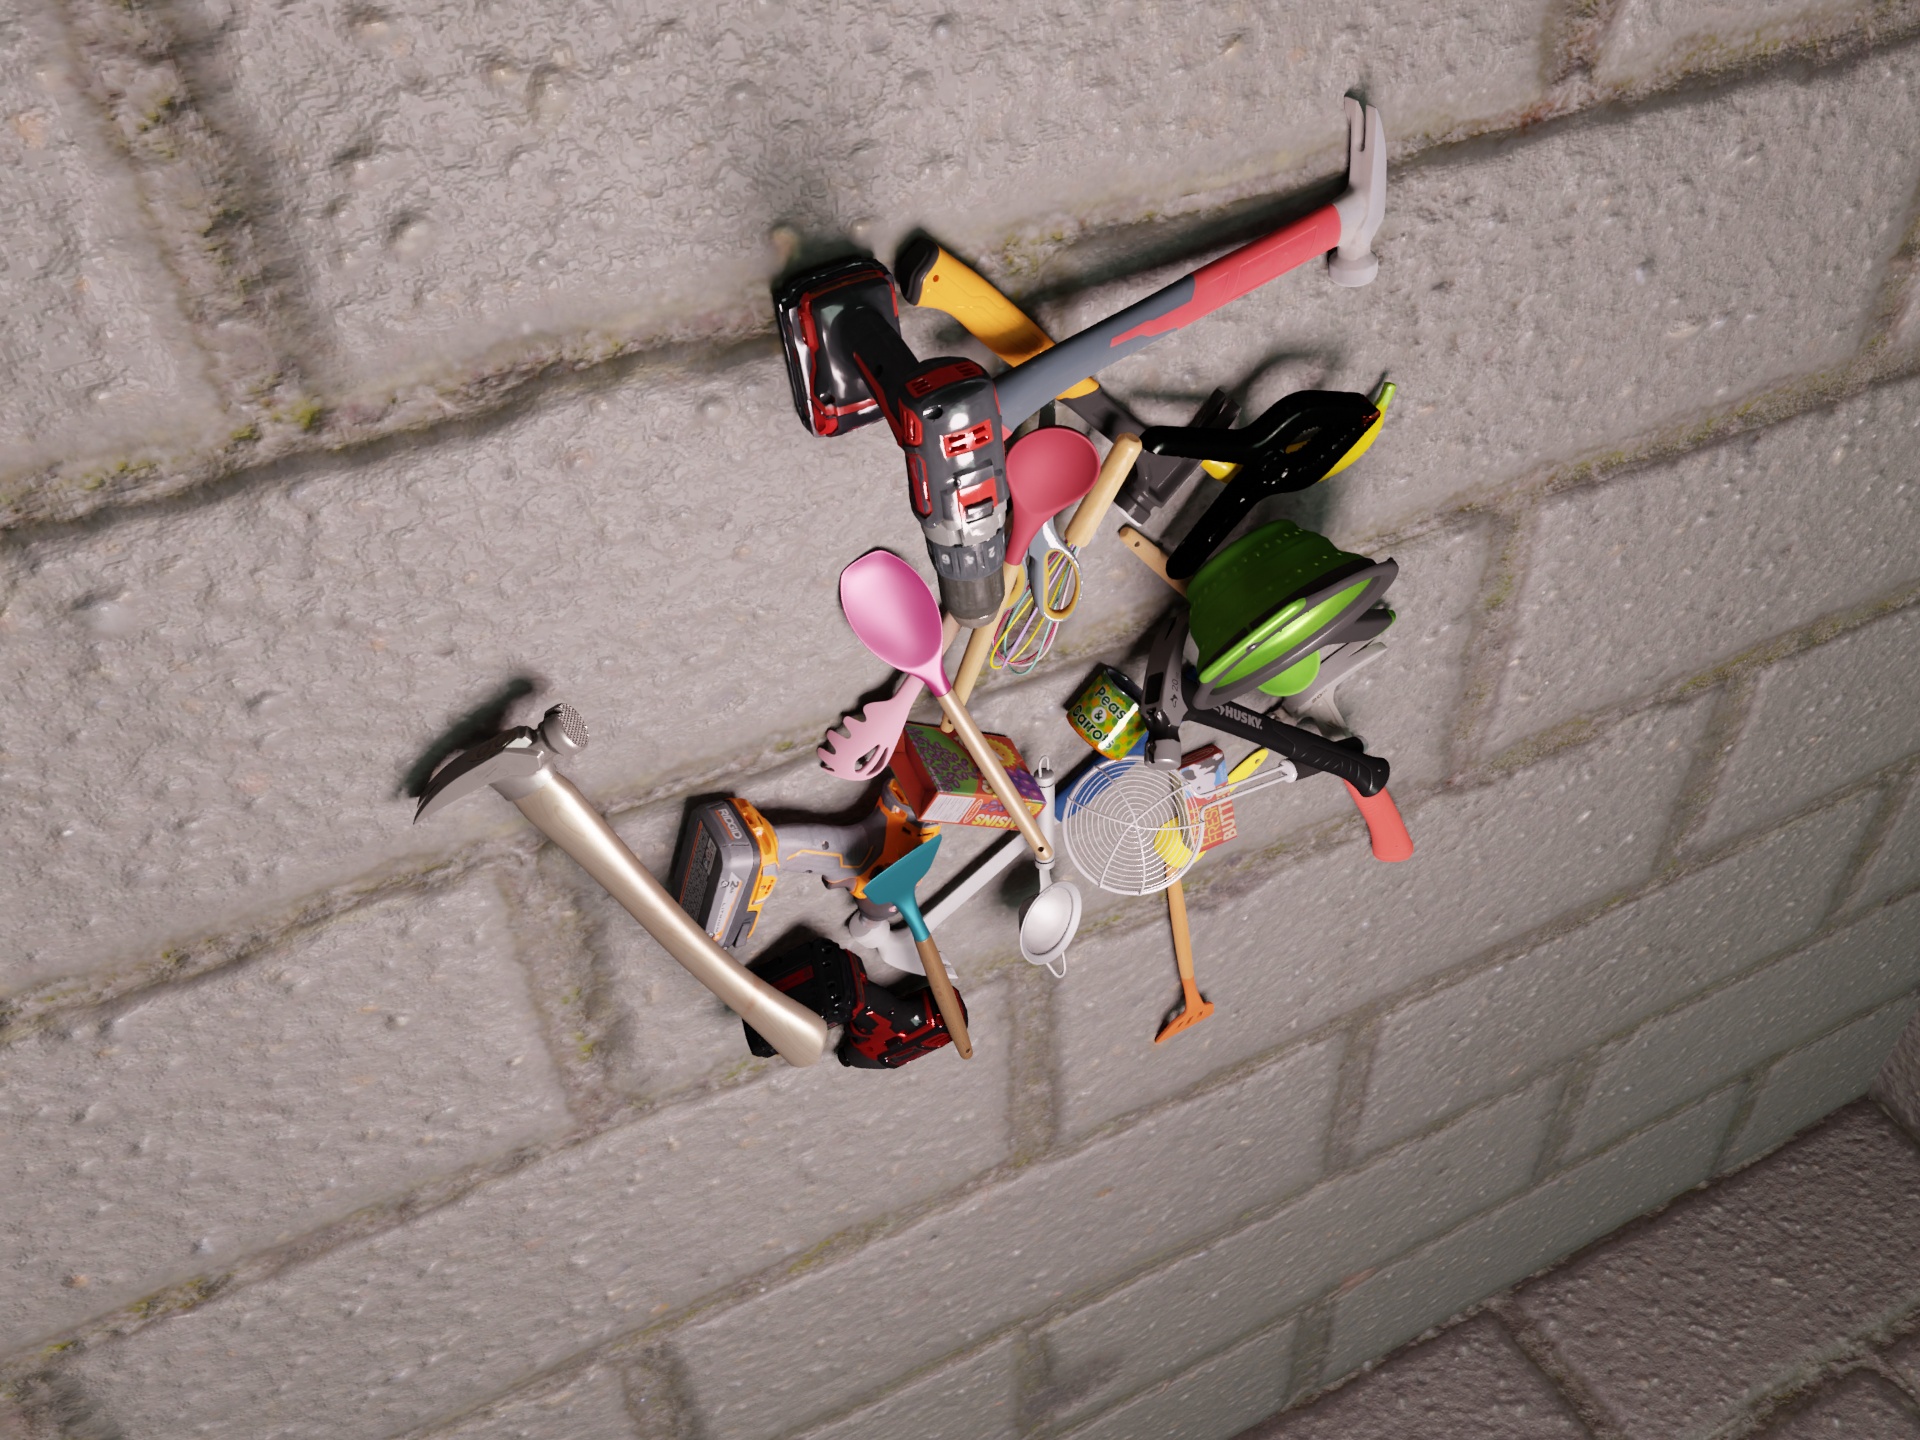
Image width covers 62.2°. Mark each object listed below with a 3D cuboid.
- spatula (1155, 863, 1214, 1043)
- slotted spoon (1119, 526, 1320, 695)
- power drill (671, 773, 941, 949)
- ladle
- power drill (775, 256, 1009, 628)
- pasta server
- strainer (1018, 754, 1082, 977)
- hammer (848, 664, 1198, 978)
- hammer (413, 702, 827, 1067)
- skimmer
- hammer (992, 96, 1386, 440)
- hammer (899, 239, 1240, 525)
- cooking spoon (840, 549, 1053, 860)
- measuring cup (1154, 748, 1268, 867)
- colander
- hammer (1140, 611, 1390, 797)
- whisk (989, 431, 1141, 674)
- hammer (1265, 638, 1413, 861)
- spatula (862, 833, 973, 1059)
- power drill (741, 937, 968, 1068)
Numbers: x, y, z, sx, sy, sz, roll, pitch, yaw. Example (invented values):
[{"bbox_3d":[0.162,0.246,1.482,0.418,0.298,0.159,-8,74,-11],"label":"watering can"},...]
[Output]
[{"bbox_3d":[0.246,0.264,1.781,0.081,0.041,0.322,-25,133,-13],"label":"spatula"},{"bbox_3d":[0.236,-0.101,1.446,0.070,0.031,0.313,-48,135,12],"label":"slotted spoon"},{"bbox_3d":[-0.128,0.131,1.375,0.226,0.084,0.164,-6,132,-34],"label":"power drill"},{"bbox_3d":[0.034,-0.104,1.243,0.069,0.031,0.315,16,130,-7],"label":"ladle"},{"bbox_3d":[-0.035,-0.183,1.045,0.080,0.227,0.187,-23,136,-14],"label":"power drill"},{"bbox_3d":[-0.018,-0.073,1.306,0.060,0.040,0.316,18,111,-42],"label":"pasta server"},{"bbox_3d":[0.078,0.135,1.489,0.087,0.050,0.258,-32,135,-34],"label":"strainer"},{"bbox_3d":[0.082,0.098,1.514,0.405,0.035,0.143,-42,137,5],"label":"hammer"},{"bbox_3d":[-0.244,0.158,1.258,0.146,0.038,0.410,-28,125,14],"label":"hammer"},{"bbox_3d":[0.256,0.069,1.530,0.363,0.127,0.090,-15,172,-40],"label":"skimmer"},{"bbox_3d":[0.160,-0.317,1.156,0.386,0.038,0.143,-31,137,-19],"label":"hammer"},{"bbox_3d":[0.080,-0.264,1.192,0.127,0.034,0.336,-49,136,14],"label":"hammer"},{"bbox_3d":[-0.002,-0.004,1.303,0.069,0.017,0.318,-30,115,4],"label":"cooking spoon"},{"bbox_3d":[0.264,0.092,1.631,0.156,0.029,0.062,-46,137,13],"label":"measuring cup"},{"bbox_3d":[0.301,-0.110,1.417,0.204,0.094,0.397,-40,165,27],"label":"colander"},{"bbox_3d":[0.293,0.008,1.486,0.334,0.146,0.035,18,158,-37],"label":"hammer"},{"bbox_3d":[0.082,-0.129,1.284,0.047,0.051,0.244,7,132,-27],"label":"whisk"},{"bbox_3d":[0.434,0.051,1.704,0.149,0.037,0.358,-39,137,3],"label":"hammer"},{"bbox_3d":[-0.024,0.217,1.436,0.082,0.044,0.317,-34,134,-18],"label":"spatula"},{"bbox_3d":[-0.104,0.284,1.517,0.143,0.079,0.219,-28,147,23],"label":"power drill"}]
